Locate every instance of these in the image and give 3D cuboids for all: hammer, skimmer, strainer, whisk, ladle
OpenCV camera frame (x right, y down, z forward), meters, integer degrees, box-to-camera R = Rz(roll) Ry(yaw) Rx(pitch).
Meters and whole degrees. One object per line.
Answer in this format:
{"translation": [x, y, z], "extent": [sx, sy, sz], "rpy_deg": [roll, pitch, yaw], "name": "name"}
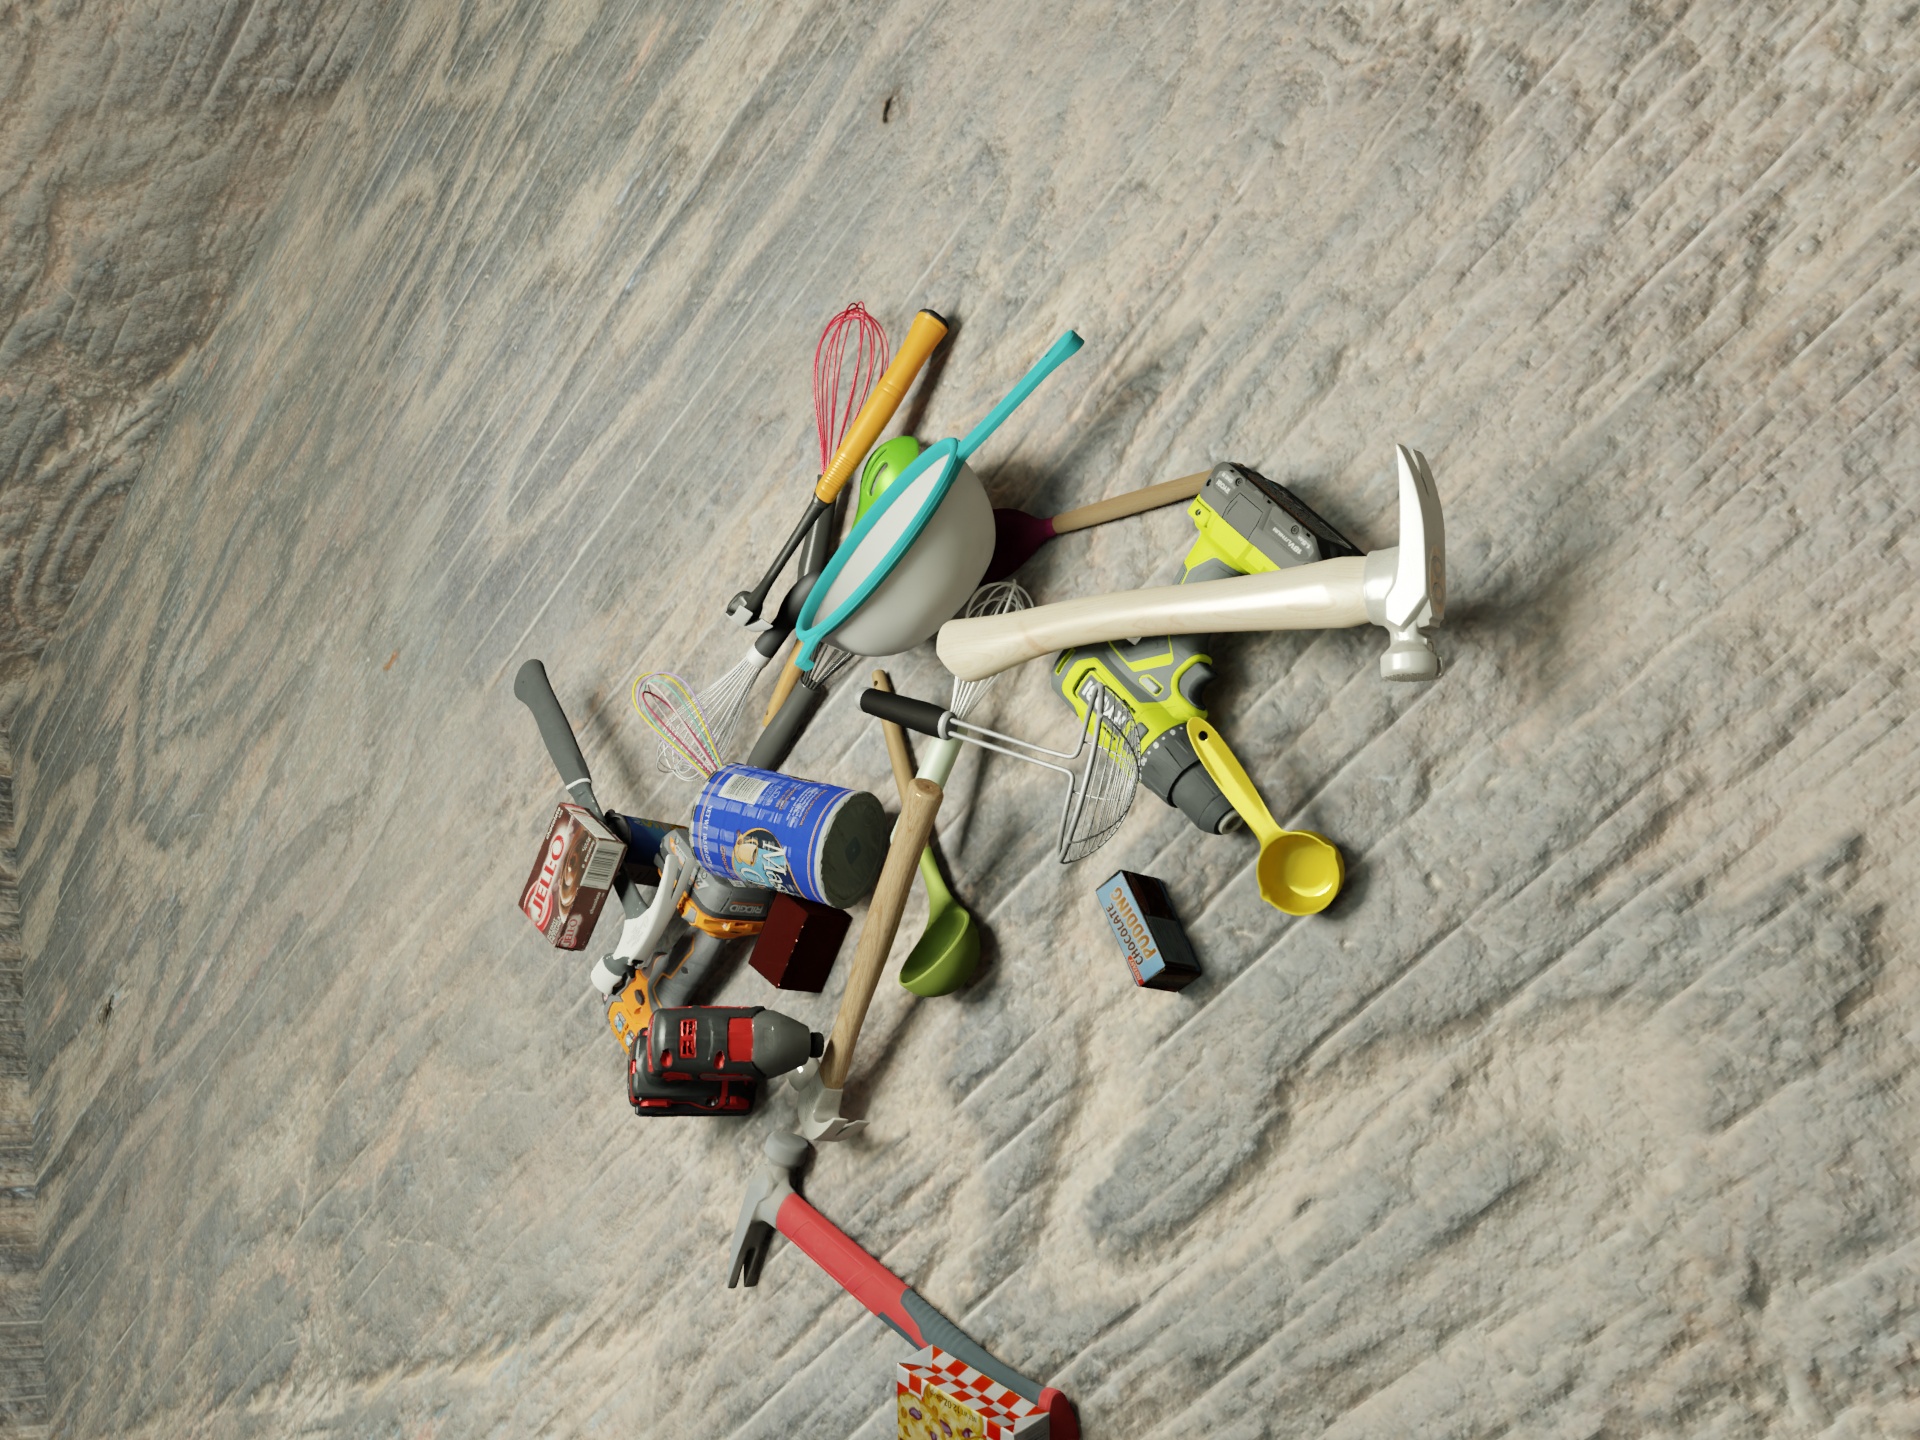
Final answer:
{"translation": [-0.109, -0.227, 1.440], "extent": [0.337, 0.034, 0.127], "rpy_deg": [-58, 14, -2], "name": "hammer"}
{"translation": [0.006, 0.011, 1.192], "extent": [0.363, 0.090, 0.127], "rpy_deg": [18, 96, 50], "name": "skimmer"}
{"translation": [0.004, -0.167, 1.303], "extent": [0.340, 0.095, 0.211], "rpy_deg": [-44, 18, 23], "name": "strainer"}
{"translation": [-0.209, -0.041, 1.521], "extent": [0.284, 0.070, 0.070], "rpy_deg": [-49, 50, 30], "name": "whisk"}
{"translation": [-0.144, -0.034, 1.484], "extent": [0.239, 0.055, 0.055], "rpy_deg": [-56, 47, 24], "name": "whisk"}
{"translation": [-0.046, 0.086, 1.347], "extent": [0.078, 0.062, 0.320], "rpy_deg": [-38, 52, 32], "name": "ladle"}
{"translation": [-0.057, 0.477, 1.264], "extent": [0.387, 0.038, 0.143], "rpy_deg": [22, 96, 46], "name": "hammer"}
{"translation": [0.141, -0.085, 1.109], "extent": [0.411, 0.038, 0.146], "rpy_deg": [-5, 82, 43], "name": "hammer"}
{"translation": [-0.074, 0.200, 1.292], "extent": [0.130, 0.031, 0.331], "rpy_deg": [-125, 49, -58], "name": "hammer"}
{"translation": [-0.121, -0.251, 1.513], "extent": [0.073, 0.073, 0.296], "rpy_deg": [16, 97, 46], "name": "whisk"}
{"translation": [-0.232, 0.054, 1.491], "extent": [0.051, 0.047, 0.245], "rpy_deg": [-42, 77, 24], "name": "whisk"}
{"translation": [-0.002, -0.004, 1.313], "extent": [0.059, 0.058, 0.246], "rpy_deg": [162, 131, -81], "name": "whisk"}
{"translation": [-0.369, 0.072, 1.566], "extent": [0.149, 0.036, 0.409], "rpy_deg": [-53, 47, 19], "name": "hammer"}

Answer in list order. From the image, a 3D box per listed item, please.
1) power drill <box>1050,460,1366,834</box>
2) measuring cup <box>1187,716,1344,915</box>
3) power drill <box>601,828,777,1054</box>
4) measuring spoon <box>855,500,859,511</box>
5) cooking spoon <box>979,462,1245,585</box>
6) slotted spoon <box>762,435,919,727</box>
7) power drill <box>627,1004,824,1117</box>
{"translation": [0.183, -0.050, 1.141], "extent": [0.191, 0.080, 0.228], "rpy_deg": [50, 116, 35], "name": "power drill"}
{"translation": [0.206, 0.061, 1.087], "extent": [0.062, 0.029, 0.157], "rpy_deg": [-40, 74, 25], "name": "measuring cup"}
{"translation": [-0.274, 0.219, 1.522], "extent": [0.164, 0.084, 0.226], "rpy_deg": [41, 112, 43], "name": "power drill"}
{"translation": [-0.065, -0.185, 1.465], "extent": [0.124, 0.018, 0.034], "rpy_deg": [29, 100, 46], "name": "measuring spoon"}
{"translation": [0.098, -0.165, 1.296], "extent": [0.319, 0.017, 0.069], "rpy_deg": [-11, 72, 44], "name": "cooking spoon"}
{"translation": [-0.119, -0.126, 1.487], "extent": [0.313, 0.031, 0.070], "rpy_deg": [-63, 33, 18], "name": "slotted spoon"}
{"translation": [-0.206, 0.288, 1.359], "extent": [0.219, 0.143, 0.079], "rpy_deg": [134, 136, -63], "name": "power drill"}
